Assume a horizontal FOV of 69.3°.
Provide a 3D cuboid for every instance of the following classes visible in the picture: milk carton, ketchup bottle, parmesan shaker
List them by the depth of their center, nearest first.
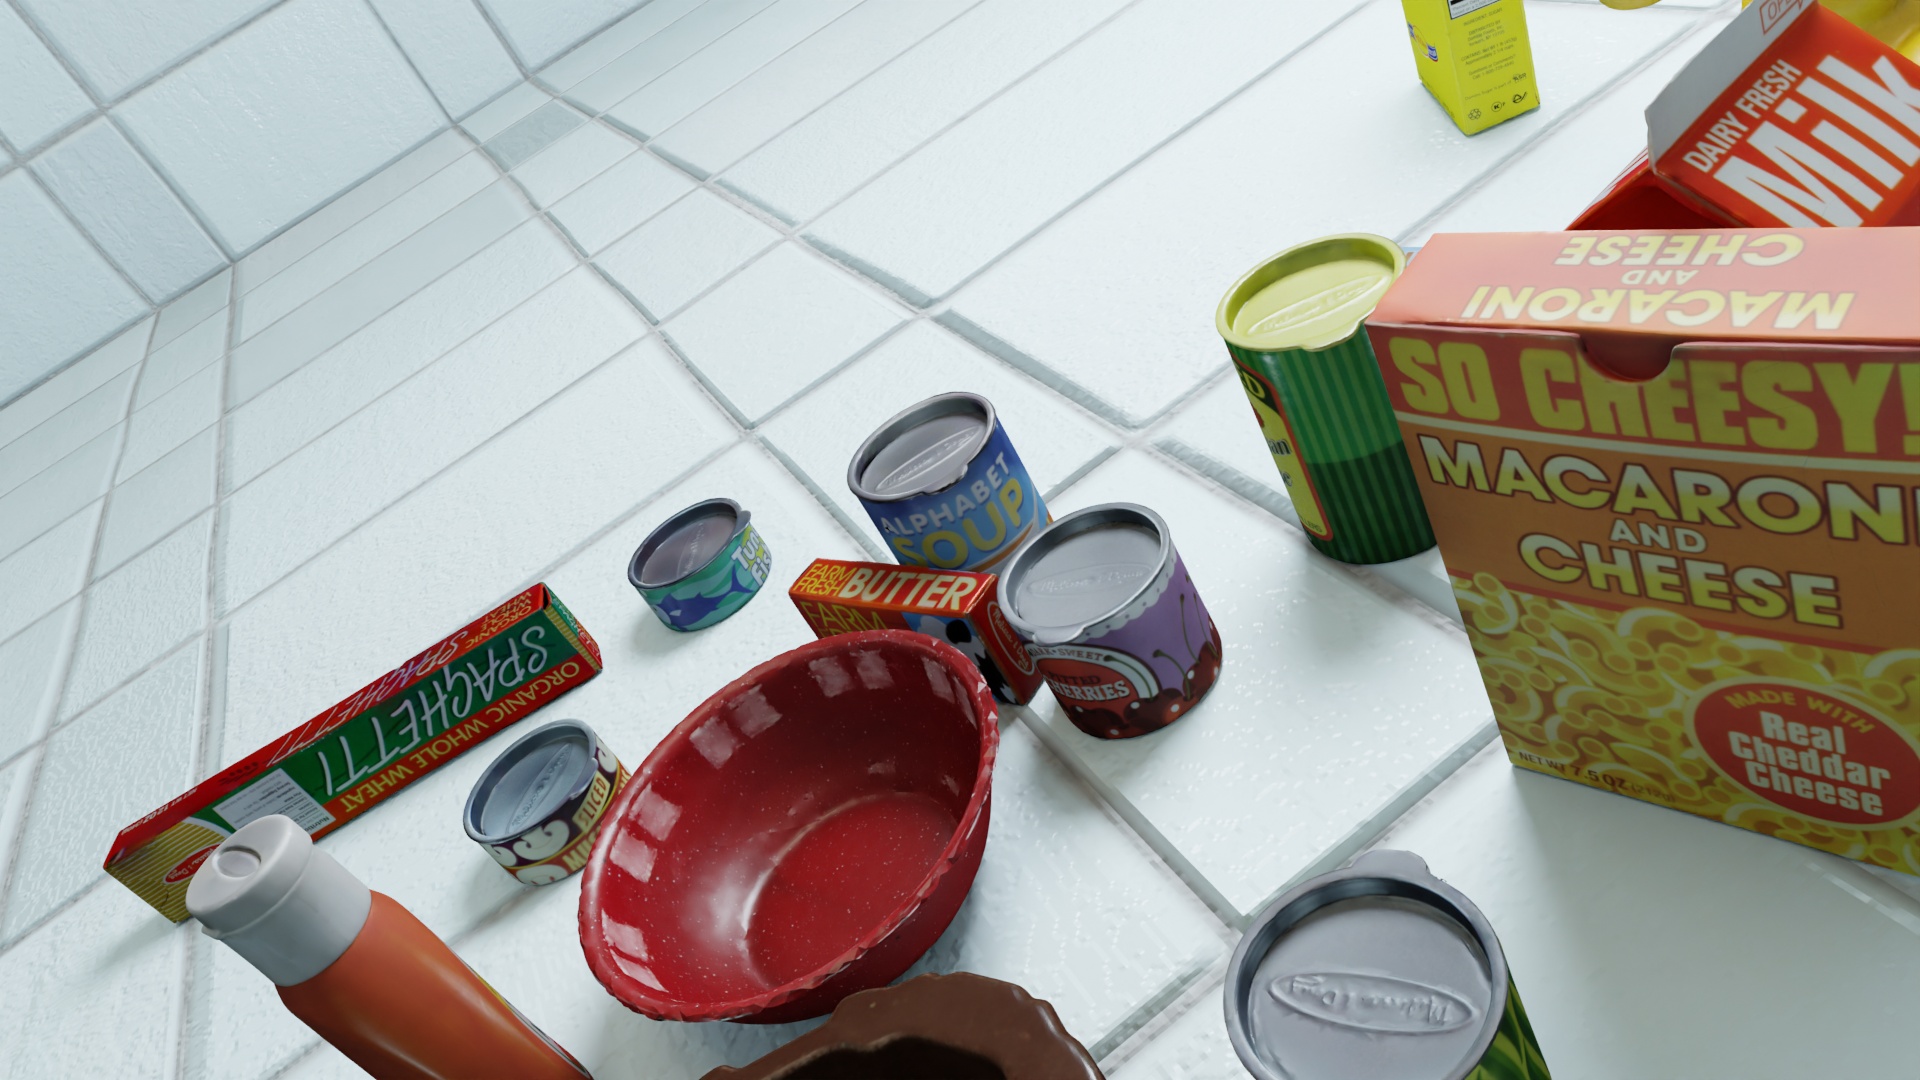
[{"bbox_3d":[0.211,-0.046,0.359,0.072,0.190,0.073,-43,34,-18],"label":"milk carton"},{"bbox_3d":[-0.181,0.148,0.447,0.064,0.148,0.044,1,44,40],"label":"ketchup bottle"},{"bbox_3d":[0.140,-0.047,0.498,0.071,0.102,0.072,-21,34,15],"label":"parmesan shaker"}]

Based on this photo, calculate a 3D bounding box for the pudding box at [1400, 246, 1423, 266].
[{"bbox_3d":[0.198,-0.091,0.561,0.083,0.049,0.030,11,51,46],"label":"pudding box"}]

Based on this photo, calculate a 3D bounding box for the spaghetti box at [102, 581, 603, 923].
[{"bbox_3d":[-0.297,0.105,0.689,0.250,0.050,0.029,-31,32,-1],"label":"spaghetti box"}]

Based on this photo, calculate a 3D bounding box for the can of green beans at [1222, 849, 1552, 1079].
[{"bbox_3d":[0.105,0.123,0.338,0.071,0.057,0.071,-21,34,15],"label":"can of green beans"}]

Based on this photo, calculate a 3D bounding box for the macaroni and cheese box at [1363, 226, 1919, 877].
[{"bbox_3d":[0.181,0.005,0.337,0.124,0.166,0.040,12,52,47],"label":"macaroni and cheese box"}]

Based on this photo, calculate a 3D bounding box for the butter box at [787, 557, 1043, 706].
[{"bbox_3d":[-0.019,0.035,0.559,0.103,0.053,0.024,4,47,42],"label":"butter box"}]

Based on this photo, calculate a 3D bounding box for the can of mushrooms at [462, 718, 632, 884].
[{"bbox_3d":[-0.175,0.112,0.597,0.071,0.033,0.071,-21,34,15],"label":"can of mushrooms"}]

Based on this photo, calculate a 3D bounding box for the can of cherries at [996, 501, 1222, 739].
[{"bbox_3d":[0.054,0.031,0.503,0.071,0.058,0.072,-21,34,15],"label":"can of cherries"}]

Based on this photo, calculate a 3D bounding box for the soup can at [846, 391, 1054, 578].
[{"bbox_3d":[0.002,-0.007,0.571,0.071,0.083,0.072,-21,34,15],"label":"soup can"}]

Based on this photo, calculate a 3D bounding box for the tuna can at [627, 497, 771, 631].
[{"bbox_3d":[-0.128,0.011,0.697,0.071,0.032,0.071,-21,34,15],"label":"tuna can"}]
